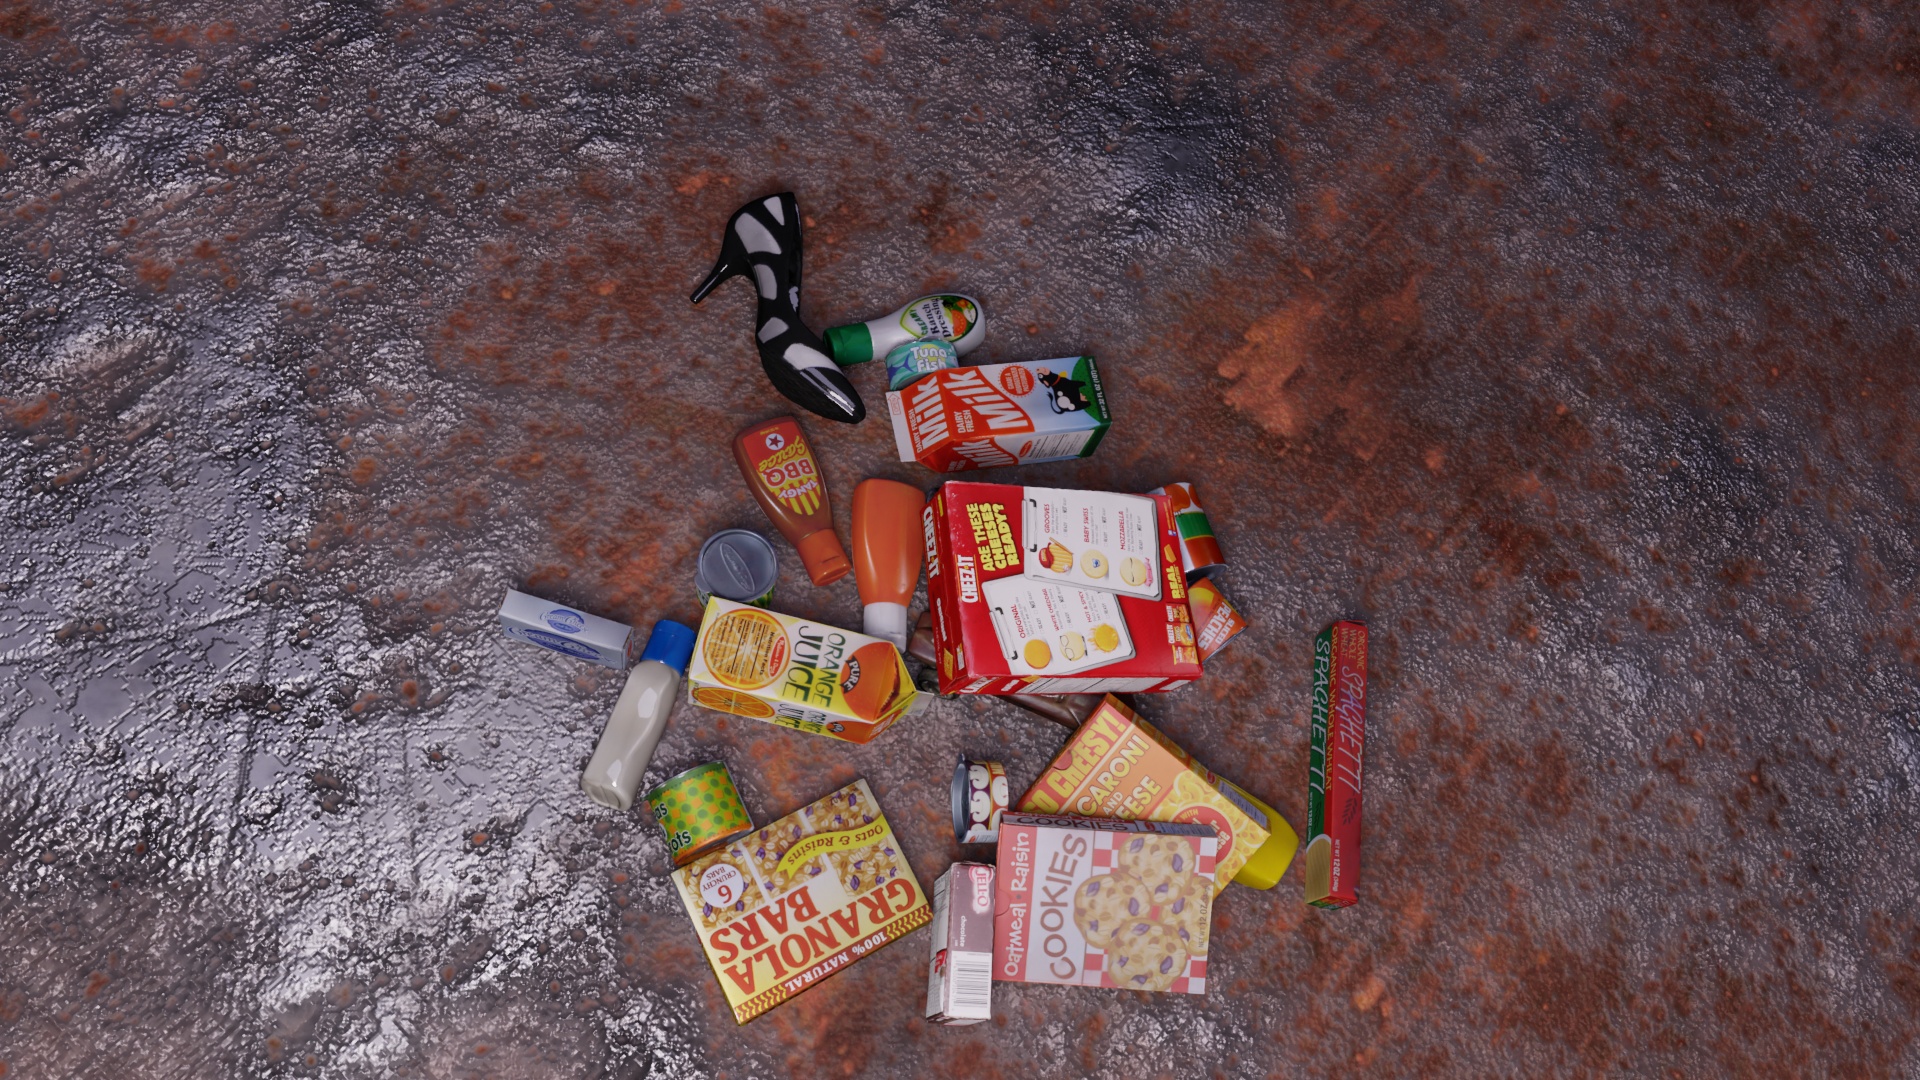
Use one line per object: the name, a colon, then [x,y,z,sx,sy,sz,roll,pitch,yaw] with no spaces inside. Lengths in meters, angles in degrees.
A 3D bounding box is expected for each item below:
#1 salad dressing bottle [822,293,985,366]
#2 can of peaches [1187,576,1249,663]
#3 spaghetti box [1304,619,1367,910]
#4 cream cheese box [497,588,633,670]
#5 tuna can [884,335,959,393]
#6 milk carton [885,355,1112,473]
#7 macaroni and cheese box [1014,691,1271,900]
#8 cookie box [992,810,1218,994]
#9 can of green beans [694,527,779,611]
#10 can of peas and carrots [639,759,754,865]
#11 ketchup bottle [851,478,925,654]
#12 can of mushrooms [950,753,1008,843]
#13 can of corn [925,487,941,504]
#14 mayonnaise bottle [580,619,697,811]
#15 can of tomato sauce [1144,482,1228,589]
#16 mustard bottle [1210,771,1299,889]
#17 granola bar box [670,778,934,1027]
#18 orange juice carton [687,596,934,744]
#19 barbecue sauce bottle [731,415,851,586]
salad dressing bottle: [-0.052,-0.191,1.286,0.148,0.043,0.064,-14,70,-18]
can of peaches: [0.209,0.073,1.216,0.071,0.071,0.058,-34,77,-23]
spaghetti box: [0.326,0.190,1.203,0.029,0.050,0.251,13,65,-8]
cream cheese box: [-0.314,0.072,1.109,0.104,0.053,0.024,18,63,-5]
tuna can: [-0.033,-0.154,1.259,0.071,0.070,0.033,-6,70,-15]
milk carton: [0.032,-0.112,1.254,0.191,0.073,0.072,-8,69,-15]
macaroni and cheese box: [0.146,0.222,1.119,0.166,0.040,0.123,39,102,5]
cookie box: [0.108,0.278,1.070,0.167,0.040,0.123,4,93,-1]
can of green beans: [-0.186,0.030,1.153,0.071,0.057,0.071,5,67,-11]
can of peas and carrots: [-0.202,0.210,1.067,0.071,0.070,0.059,-22,75,-20]
ketchup bottle: [-0.063,0.023,1.189,0.065,0.043,0.149,14,65,-29]
can of mushrooms: [0.015,0.207,1.117,0.033,0.070,0.071,3,67,-12]
can of corn: [0.004,-0.015,1.208,0.058,0.071,0.071,-2,68,-14]
mayonnaise bottle: [-0.251,0.134,1.094,0.041,0.064,0.149,16,60,3]
can of tomato sauce: [0.195,-0.001,1.248,0.071,0.071,0.083,-13,70,-17]
mustard bottle: [0.203,0.224,1.162,0.160,0.048,0.065,37,63,5]
granola bar box: [-0.122,0.277,1.071,0.166,0.039,0.124,-24,74,-21]
orange juice carton: [-0.119,0.111,1.125,0.193,0.071,0.073,14,65,-6]
barbecue sauce bottle: [-0.141,-0.033,1.198,0.065,0.043,0.149,-21,74,-22]
